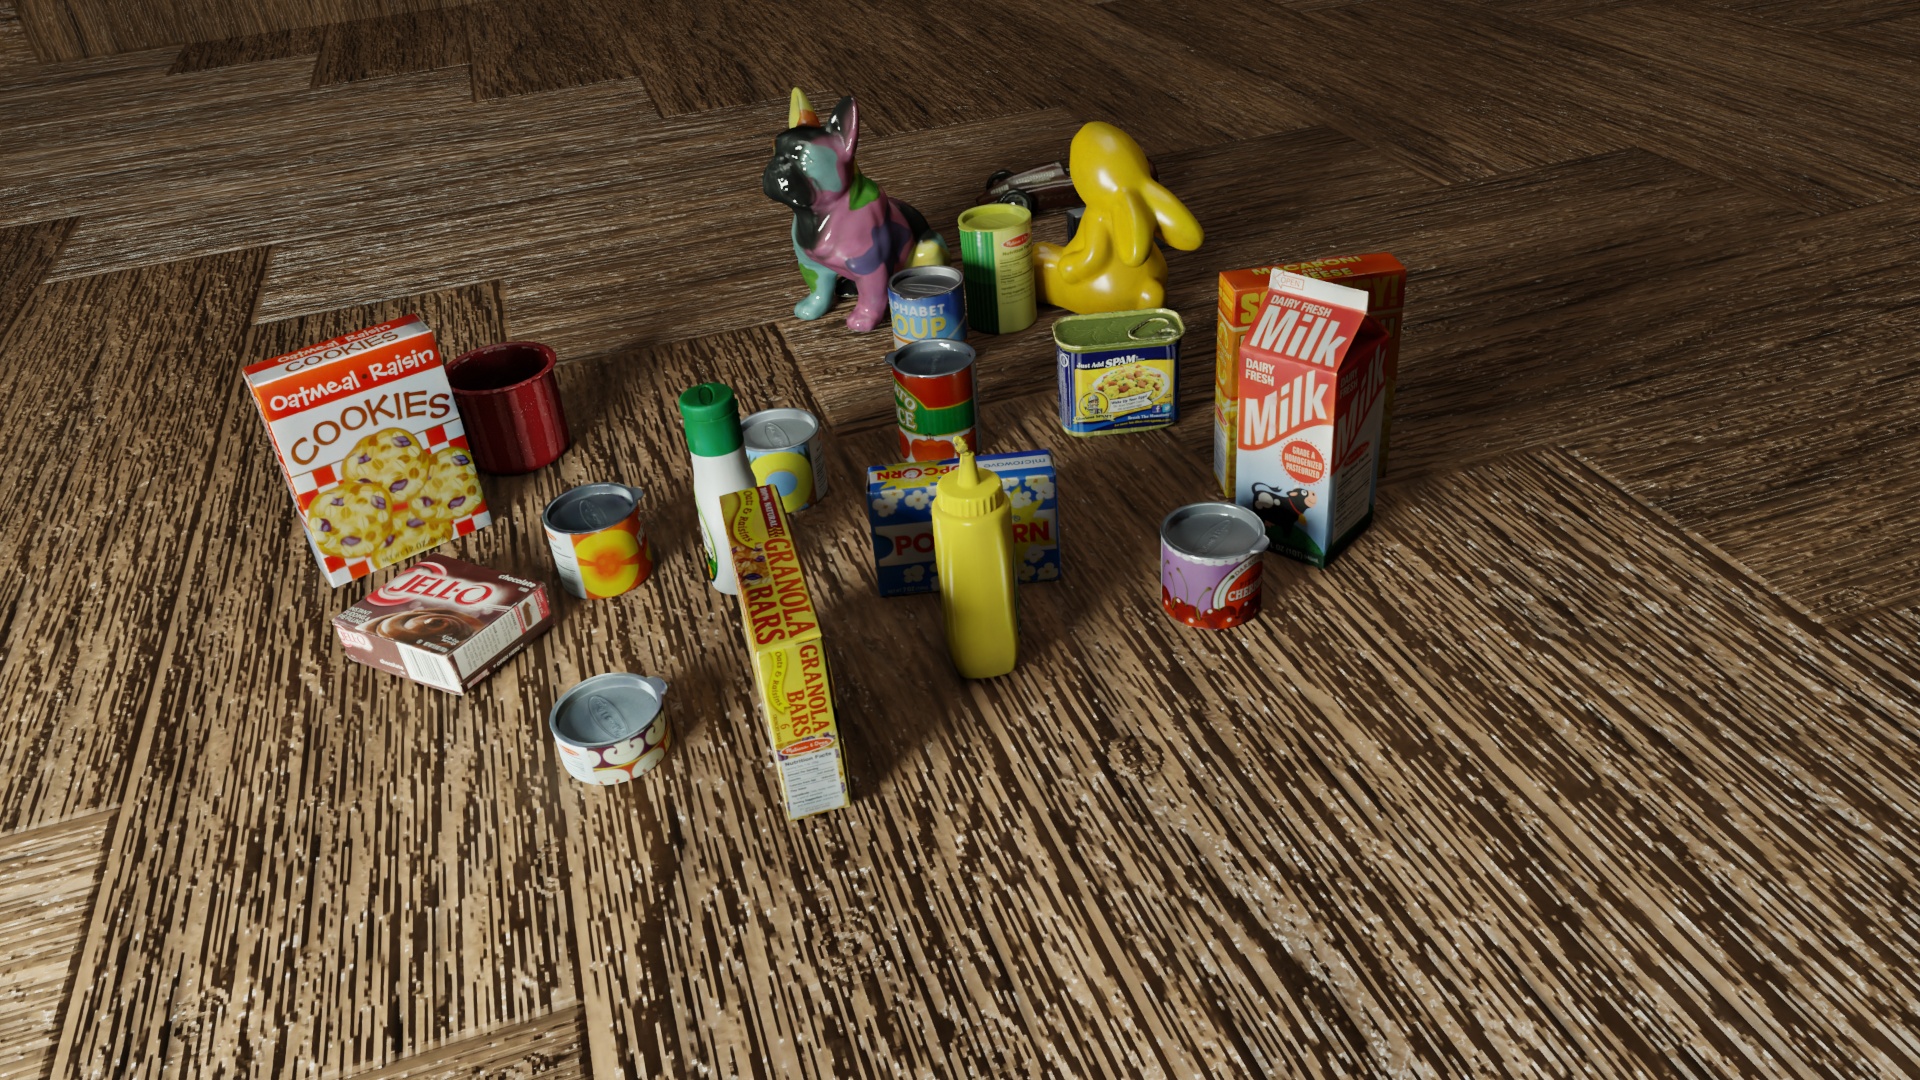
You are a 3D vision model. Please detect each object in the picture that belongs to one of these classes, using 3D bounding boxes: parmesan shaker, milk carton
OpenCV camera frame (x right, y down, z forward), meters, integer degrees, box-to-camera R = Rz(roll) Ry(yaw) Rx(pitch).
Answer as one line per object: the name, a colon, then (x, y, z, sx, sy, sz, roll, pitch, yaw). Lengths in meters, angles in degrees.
parmesan shaker: (0.032, -0.249, 1.279, 0.071, 0.102, 0.072, -4, 33, 2)
milk carton: (0.234, -0.085, 0.927, 0.072, 0.189, 0.074, 23, 42, 36)

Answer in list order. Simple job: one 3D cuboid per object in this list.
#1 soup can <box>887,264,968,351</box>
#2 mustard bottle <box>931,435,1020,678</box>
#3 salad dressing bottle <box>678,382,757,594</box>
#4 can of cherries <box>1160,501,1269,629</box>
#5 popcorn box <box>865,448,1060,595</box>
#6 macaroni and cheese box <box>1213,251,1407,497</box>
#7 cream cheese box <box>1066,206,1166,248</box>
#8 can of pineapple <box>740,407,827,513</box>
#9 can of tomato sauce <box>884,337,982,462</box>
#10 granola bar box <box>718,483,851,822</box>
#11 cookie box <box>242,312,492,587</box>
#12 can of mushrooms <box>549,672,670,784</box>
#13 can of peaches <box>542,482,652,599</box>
soup can: (-0.028, -0.188, 1.213, 0.071, 0.083, 0.072, -4, 33, 2)
mustard bottle: (0.009, 0.008, 0.844, 0.049, 0.159, 0.065, -6, 33, -2)
salad dressing bottle: (-0.159, -0.034, 0.941, 0.044, 0.146, 0.064, -10, 34, -7)
can of cherries: (0.165, 0.017, 0.901, 0.071, 0.058, 0.072, -4, 33, 2)
popcorn box: (0.003, -0.012, 0.942, 0.127, 0.084, 0.038, -6, 33, -1)
macaroni and cheese box: (0.246, -0.117, 0.995, 0.124, 0.165, 0.040, -8, 33, -4)
cream cheese box: (0.159, -0.316, 1.408, 0.104, 0.053, 0.024, -14, 34, -13)
can of pineapple: (-0.139, -0.061, 1.059, 0.071, 0.057, 0.071, -4, 33, 2)
can of tomato sauce: (-0.020, -0.107, 1.091, 0.071, 0.082, 0.071, -4, 33, 2)
granola bar box: (-0.103, 0.061, 0.811, 0.039, 0.123, 0.166, -12, 34, -10)
cookie box: (-0.425, -0.066, 1.005, 0.123, 0.166, 0.040, -26, 39, -28)
can of mushrooms: (-0.206, 0.111, 0.830, 0.071, 0.033, 0.071, -3, 33, 2)
can of peaches: (-0.253, -0.001, 0.983, 0.071, 0.057, 0.071, -4, 33, 2)
